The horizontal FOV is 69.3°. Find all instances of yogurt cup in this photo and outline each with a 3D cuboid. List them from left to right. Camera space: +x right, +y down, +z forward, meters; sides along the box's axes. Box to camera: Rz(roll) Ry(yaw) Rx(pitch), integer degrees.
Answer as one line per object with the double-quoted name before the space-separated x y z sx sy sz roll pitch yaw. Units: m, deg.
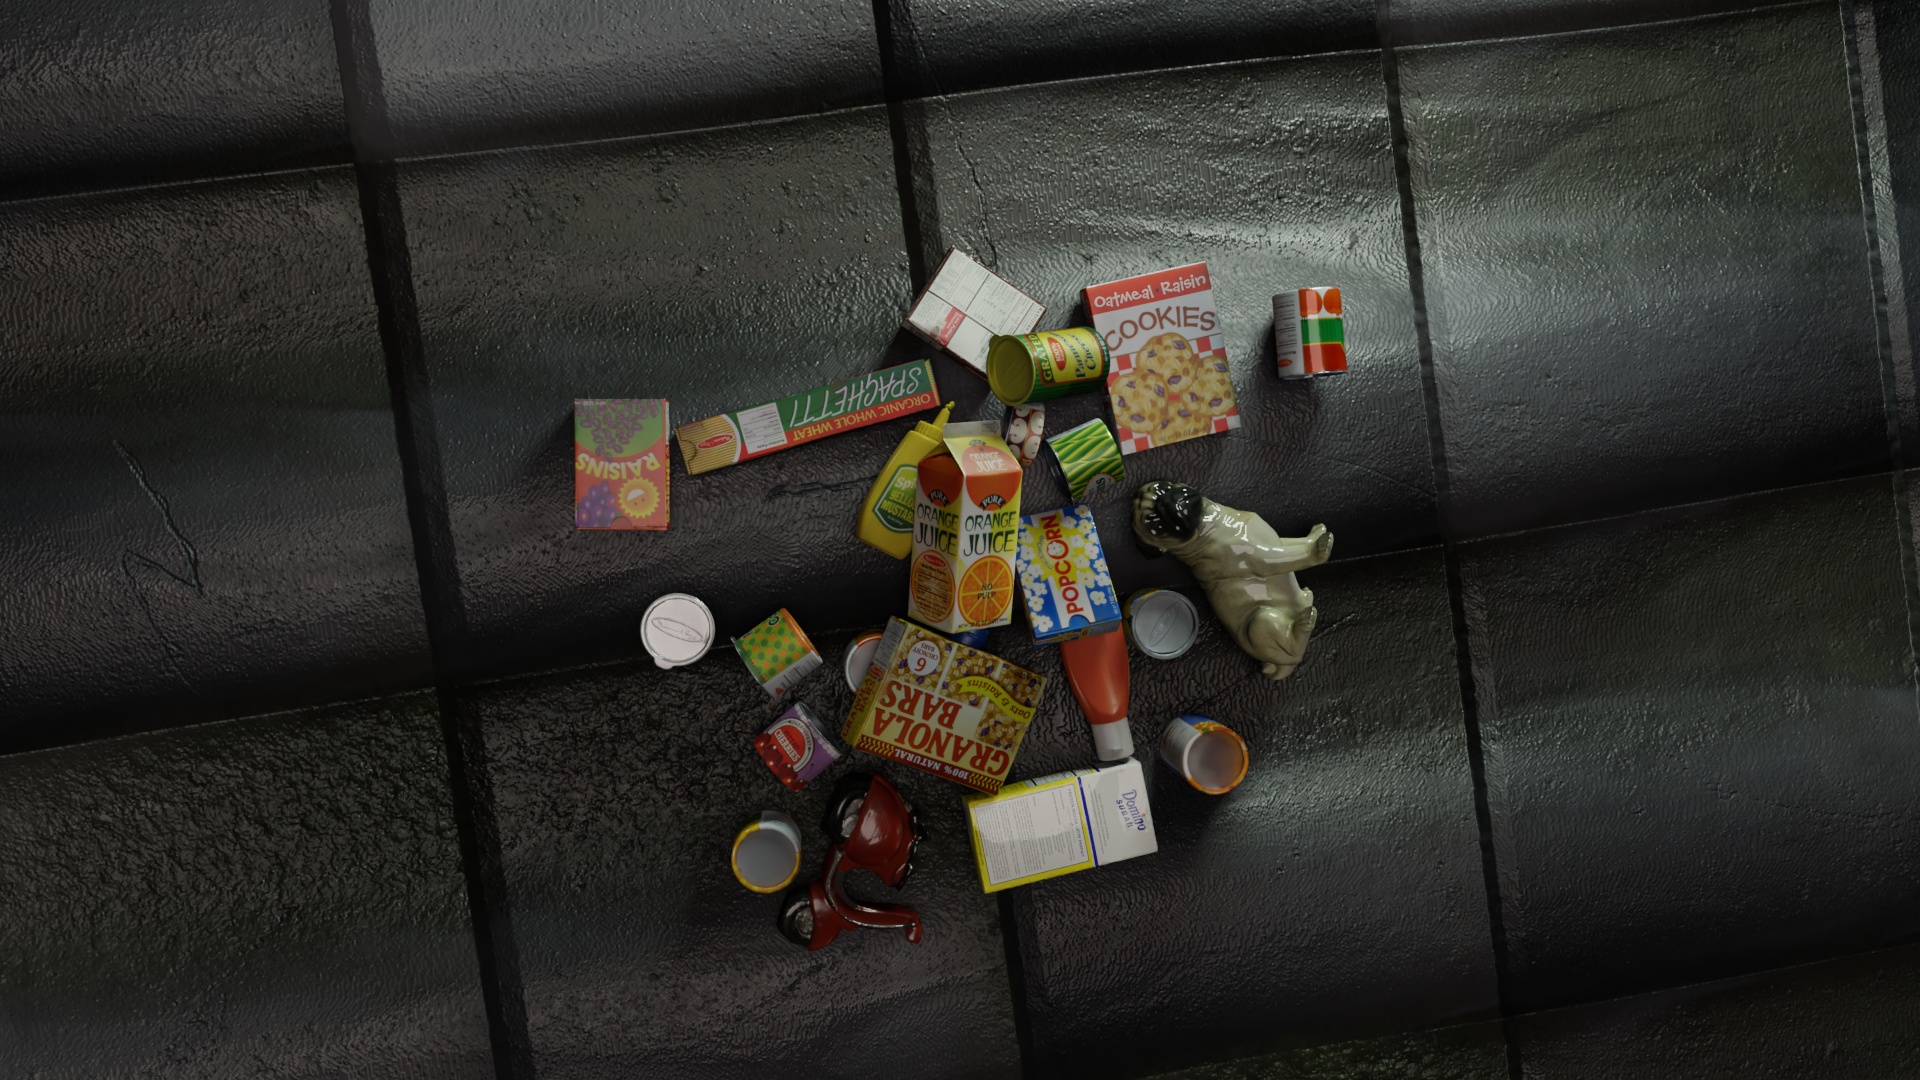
"yogurt cup" -0.265 0.082 1.310 0.072 0.054 0.072 0 92 -6

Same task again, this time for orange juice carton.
"orange juice carton" 0.005 -0.016 1.297 0.072 0.073 0.192 -6 106 -39

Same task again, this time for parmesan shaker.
"parmesan shaker" 0.083 -0.168 1.313 0.103 0.071 0.071 -14 94 -39

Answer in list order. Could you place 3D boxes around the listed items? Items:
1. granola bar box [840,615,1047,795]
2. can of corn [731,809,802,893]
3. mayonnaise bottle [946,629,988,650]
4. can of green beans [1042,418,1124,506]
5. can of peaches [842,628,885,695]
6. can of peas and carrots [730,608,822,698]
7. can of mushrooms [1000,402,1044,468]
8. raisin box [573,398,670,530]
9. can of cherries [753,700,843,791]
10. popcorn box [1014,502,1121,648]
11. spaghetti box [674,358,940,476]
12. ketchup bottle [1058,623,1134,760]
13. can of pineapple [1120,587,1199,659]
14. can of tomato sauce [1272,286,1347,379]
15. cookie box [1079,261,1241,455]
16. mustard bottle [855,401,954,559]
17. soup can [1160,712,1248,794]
"granola bar box" -0.013 0.157 1.301 0.165 0.039 0.124 23 89 -28
"can of corn" -0.185 0.298 1.322 0.071 0.058 0.071 0 91 -6
"mayonnaise bottle" -0.021 0.146 1.344 0.065 0.041 0.148 28 87 -15
"can of green beans" 0.119 -0.077 1.340 0.058 0.071 0.071 -23 94 -5
"can of peaches" -0.077 0.120 1.329 0.071 0.058 0.071 0 92 -6
"can of peas and carrots" -0.174 0.104 1.315 0.059 0.071 0.071 -35 95 -4
"can of mushrooms" 0.057 -0.102 1.333 0.033 0.071 0.071 12 91 -7
"raisin box" -0.317 -0.071 1.308 0.086 0.040 0.123 0 92 -7
"can of cherries" -0.155 0.195 1.316 0.058 0.071 0.071 -40 95 -3
"popcorn box" 0.096 0.033 1.330 0.085 0.038 0.127 -11 65 -6
"spaghetti box" -0.144 -0.118 1.330 0.250 0.028 0.050 -16 93 -5
"ketchup bottle" 0.137 0.139 1.359 0.065 0.043 0.148 -12 93 -5
"can of pineapple" 0.192 0.078 1.356 0.071 0.058 0.071 0 92 -6
"can of tomato sauce" 0.344 -0.202 1.361 0.071 0.071 0.083 -5 92 -6
"cookie box" 0.195 -0.178 1.359 0.123 0.040 0.167 -13 94 -6
"mustard bottle" -0.044 -0.063 1.332 0.065 0.049 0.160 25 89 -9
"soup can" 0.240 0.207 1.352 0.071 0.084 0.071 0 92 -6
